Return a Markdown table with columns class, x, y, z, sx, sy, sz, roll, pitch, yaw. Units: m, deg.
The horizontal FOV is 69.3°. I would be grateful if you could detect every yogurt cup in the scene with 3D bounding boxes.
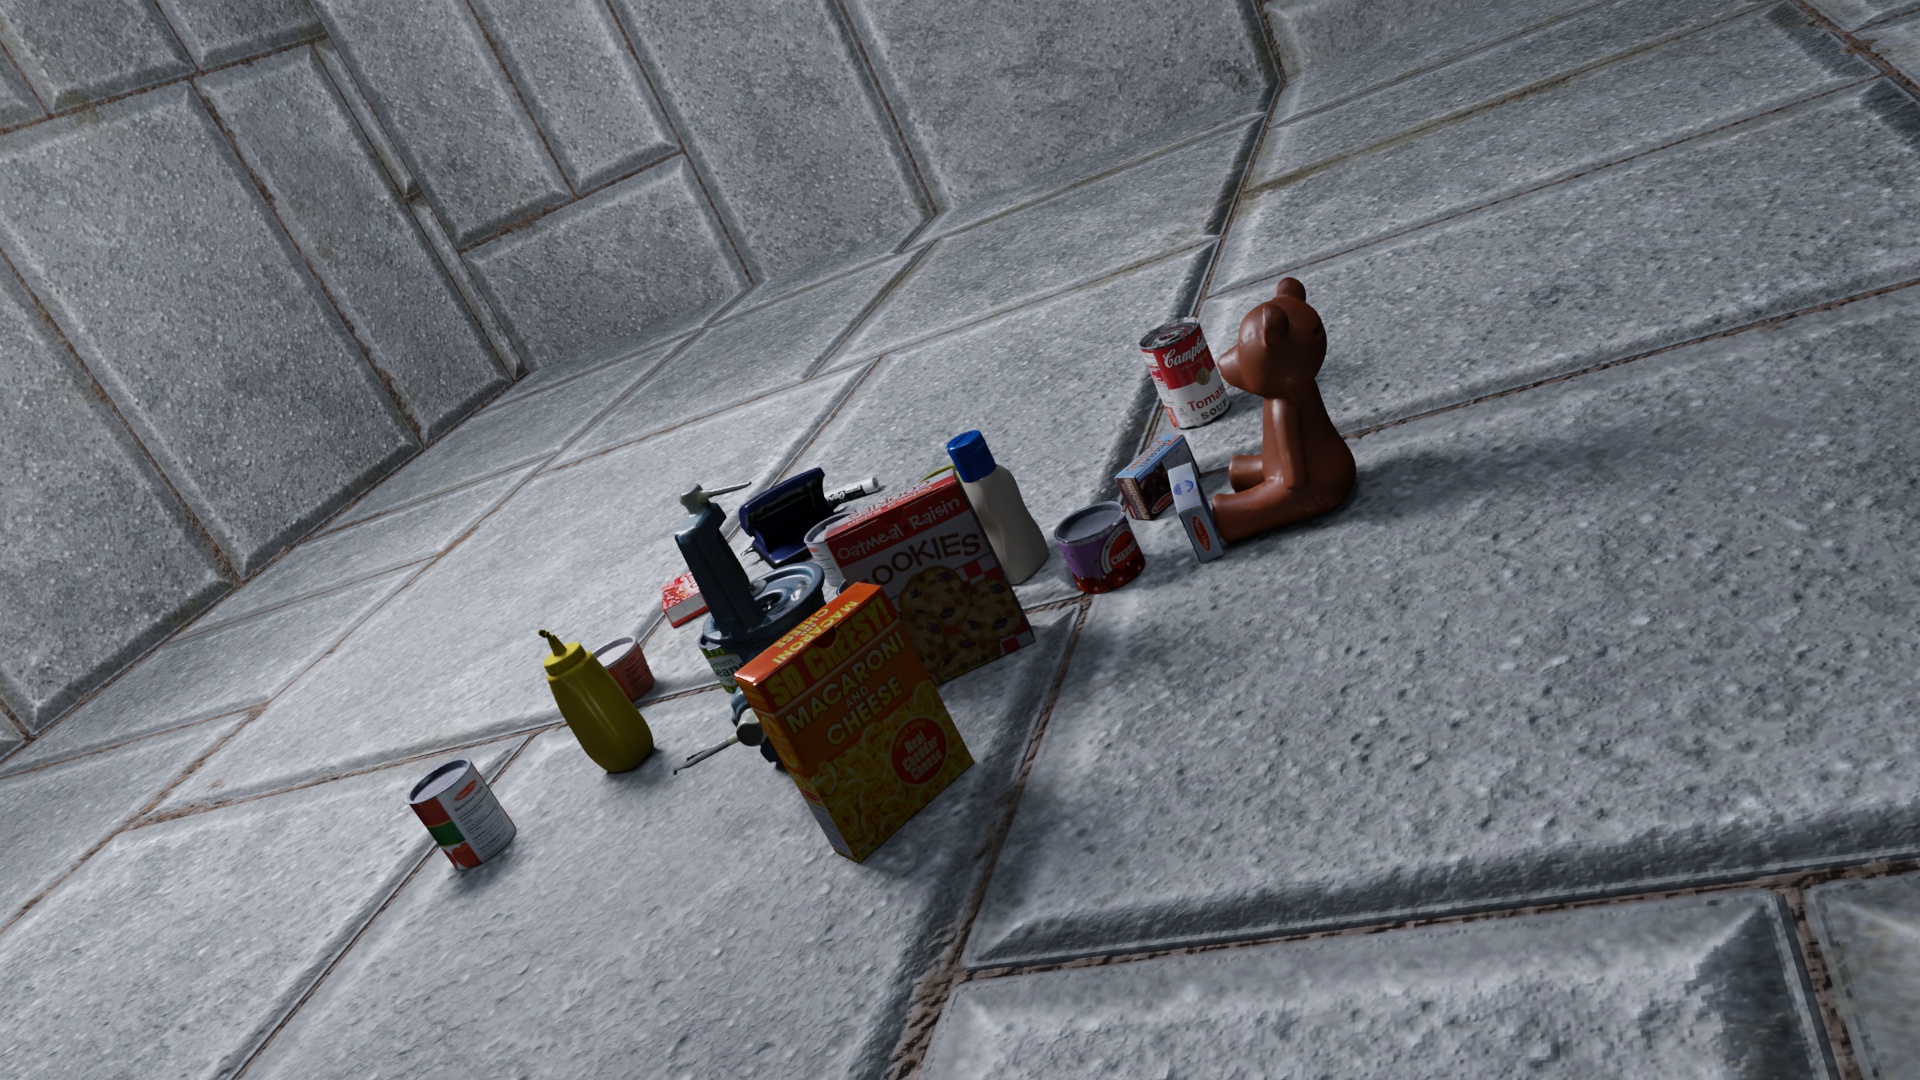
| class | x | y | z | sx | sy | sz | roll | pitch | yaw |
| --- | --- | --- | --- | --- | --- | --- | --- | --- | --- |
| yogurt cup | -0.365 | 0.142 | 1.491 | 0.072 | 0.053 | 0.073 | -22 | 22 | 9 |

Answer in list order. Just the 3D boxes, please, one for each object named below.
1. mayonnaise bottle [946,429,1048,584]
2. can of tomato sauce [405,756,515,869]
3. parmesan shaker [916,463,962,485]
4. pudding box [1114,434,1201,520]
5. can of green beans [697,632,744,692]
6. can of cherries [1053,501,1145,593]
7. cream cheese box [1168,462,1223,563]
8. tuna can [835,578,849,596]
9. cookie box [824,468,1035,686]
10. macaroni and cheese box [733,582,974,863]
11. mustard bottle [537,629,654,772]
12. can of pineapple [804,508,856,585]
| class | x | y | z | sx | sy | sz | roll | pitch | yaw |
| --- | --- | --- | --- | --- | --- | --- | --- | --- | --- |
| mayonnaise bottle | 0.033 | -0.033 | 1.320 | 0.041 | 0.147 | 0.065 | -5 | 30 | 44 |
| can of tomato sauce | -0.469 | 0.256 | 1.304 | 0.071 | 0.083 | 0.071 | -22 | 21 | 9 |
| parmesan shaker | 0.005 | -0.017 | 1.376 | 0.071 | 0.102 | 0.071 | -22 | 21 | 9 |
| pudding box | 0.191 | -0.062 | 1.343 | 0.084 | 0.049 | 0.030 | -40 | 25 | -31 |
| can of green beans | -0.222 | 0.111 | 1.395 | 0.071 | 0.057 | 0.071 | -22 | 22 | 9 |
| can of cherries | 0.127 | 0.007 | 1.245 | 0.071 | 0.058 | 0.072 | -22 | 22 | 9 |
| cream cheese box | 0.209 | -0.026 | 1.236 | 0.024 | 0.053 | 0.104 | -21 | 22 | 12 |
| tuna can | -0.091 | 0.052 | 1.421 | 0.071 | 0.032 | 0.071 | -22 | 22 | 9 |
| cookie box | -0.025 | 0.038 | 1.195 | 0.123 | 0.167 | 0.040 | -25 | 21 | 3 |
| macaroni and cheese box | -0.075 | 0.134 | 1.032 | 0.124 | 0.166 | 0.040 | -38 | 24 | -28 |
| mustard bottle | -0.353 | 0.147 | 1.321 | 0.065 | 0.159 | 0.049 | -11 | 26 | 35 |
| can of pineapple | -0.128 | 0.008 | 1.528 | 0.071 | 0.057 | 0.071 | -22 | 22 | 9 |
